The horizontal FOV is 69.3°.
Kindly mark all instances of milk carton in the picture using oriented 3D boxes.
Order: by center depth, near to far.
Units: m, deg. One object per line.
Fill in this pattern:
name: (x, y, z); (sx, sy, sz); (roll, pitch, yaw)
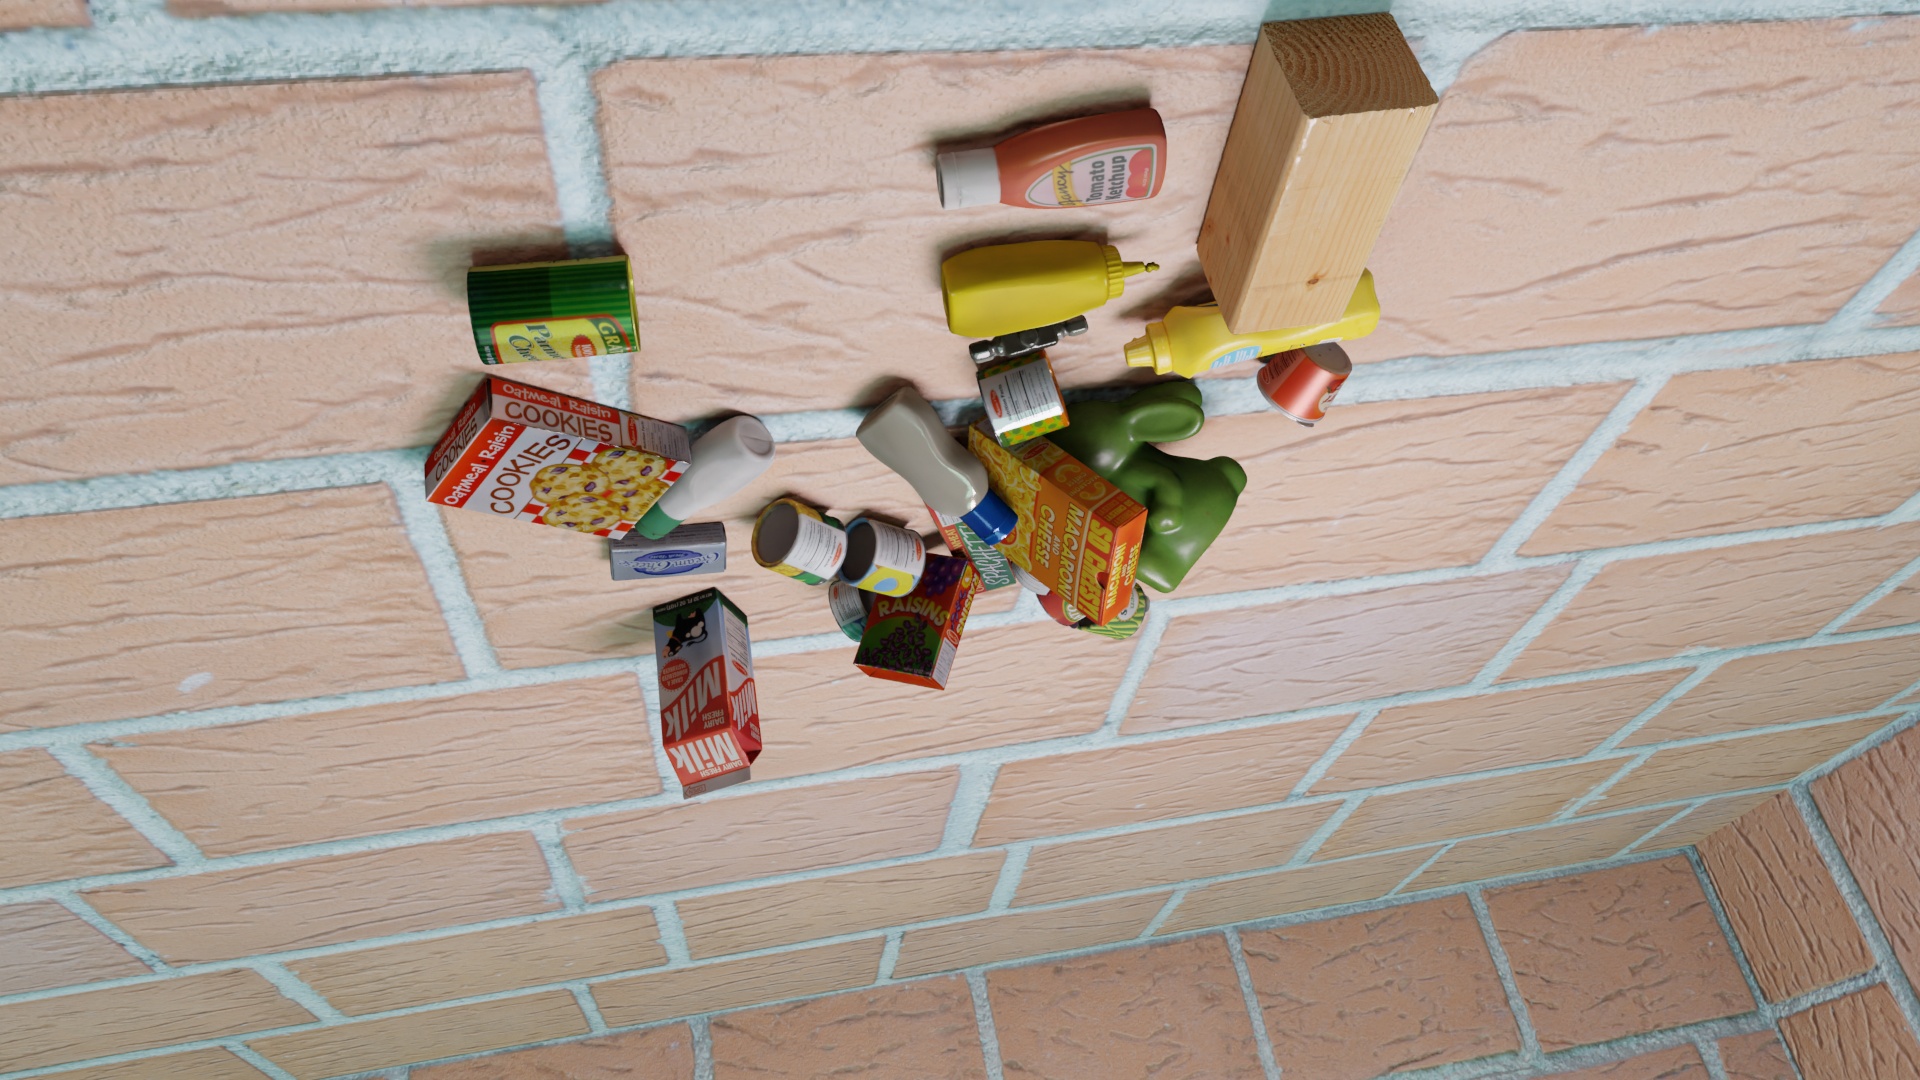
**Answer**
milk carton: (-0.242, 0.151, 1.334); (0.072, 0.191, 0.073); (-18, 149, 9)

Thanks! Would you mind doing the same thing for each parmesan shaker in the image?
parmesan shaker: (-0.271, -0.153, 0.931); (0.103, 0.071, 0.071); (-7, 150, -9)

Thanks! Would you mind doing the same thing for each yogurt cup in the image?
yogurt cup: (0.293, -0.140, 1.173); (0.072, 0.073, 0.053); (6, 138, -29)

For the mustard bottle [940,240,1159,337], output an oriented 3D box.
mustard bottle: (0.067, -0.189, 1.016); (0.160, 0.049, 0.065); (-10, 150, -6)

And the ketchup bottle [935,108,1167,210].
ketchup bottle: (0.059, -0.247, 0.919); (0.149, 0.044, 0.064); (-9, 150, -5)

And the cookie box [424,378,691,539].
cookie box: (-0.318, -0.061, 1.096); (0.167, 0.040, 0.122); (13, 141, -39)

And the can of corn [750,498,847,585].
can of corn: (-0.147, 0.001, 1.244); (0.071, 0.071, 0.058); (-31, 145, 29)

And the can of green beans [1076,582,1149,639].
can of green beans: (0.153, 0.068, 1.471); (0.058, 0.071, 0.071); (16, 139, -39)

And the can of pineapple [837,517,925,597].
can of pineapple: (-0.076, 0.016, 1.294); (0.058, 0.071, 0.070); (17, 139, -40)

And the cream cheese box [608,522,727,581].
cream cheese box: (-0.264, 0.010, 1.254); (0.104, 0.024, 0.053); (-5, 150, -14)

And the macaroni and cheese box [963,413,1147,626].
macaroni and cheese box: (0.075, -0.019, 1.174); (0.040, 0.167, 0.123); (-34, 147, -30)

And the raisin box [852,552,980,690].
raisin box: (-0.041, 0.073, 1.321); (0.086, 0.124, 0.040); (7, 157, 28)

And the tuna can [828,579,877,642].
tuna can: (-0.097, 0.065, 1.369); (0.033, 0.071, 0.071); (-26, 148, 20)

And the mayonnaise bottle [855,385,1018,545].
mayonnaise bottle: (-0.015, -0.057, 1.145); (0.148, 0.041, 0.064); (44, 129, -16)

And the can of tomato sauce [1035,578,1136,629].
can of tomato sauce: (0.128, 0.041, 1.411); (0.082, 0.071, 0.071); (-35, 144, 32)

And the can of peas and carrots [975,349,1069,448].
can of peas and carrots: (0.051, -0.115, 1.122); (0.059, 0.071, 0.070); (-18, 150, 9)

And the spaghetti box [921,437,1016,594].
spaghetti box: (0.005, -0.016, 1.307); (0.050, 0.029, 0.249); (-16, 150, 6)

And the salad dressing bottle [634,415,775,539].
salad dressing bottle: (-0.217, -0.049, 1.152); (0.147, 0.044, 0.064); (-32, 156, 32)

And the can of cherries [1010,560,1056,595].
can of cherries: (0.090, 0.010, 1.351); (0.071, 0.072, 0.058); (-1, 148, -19)
